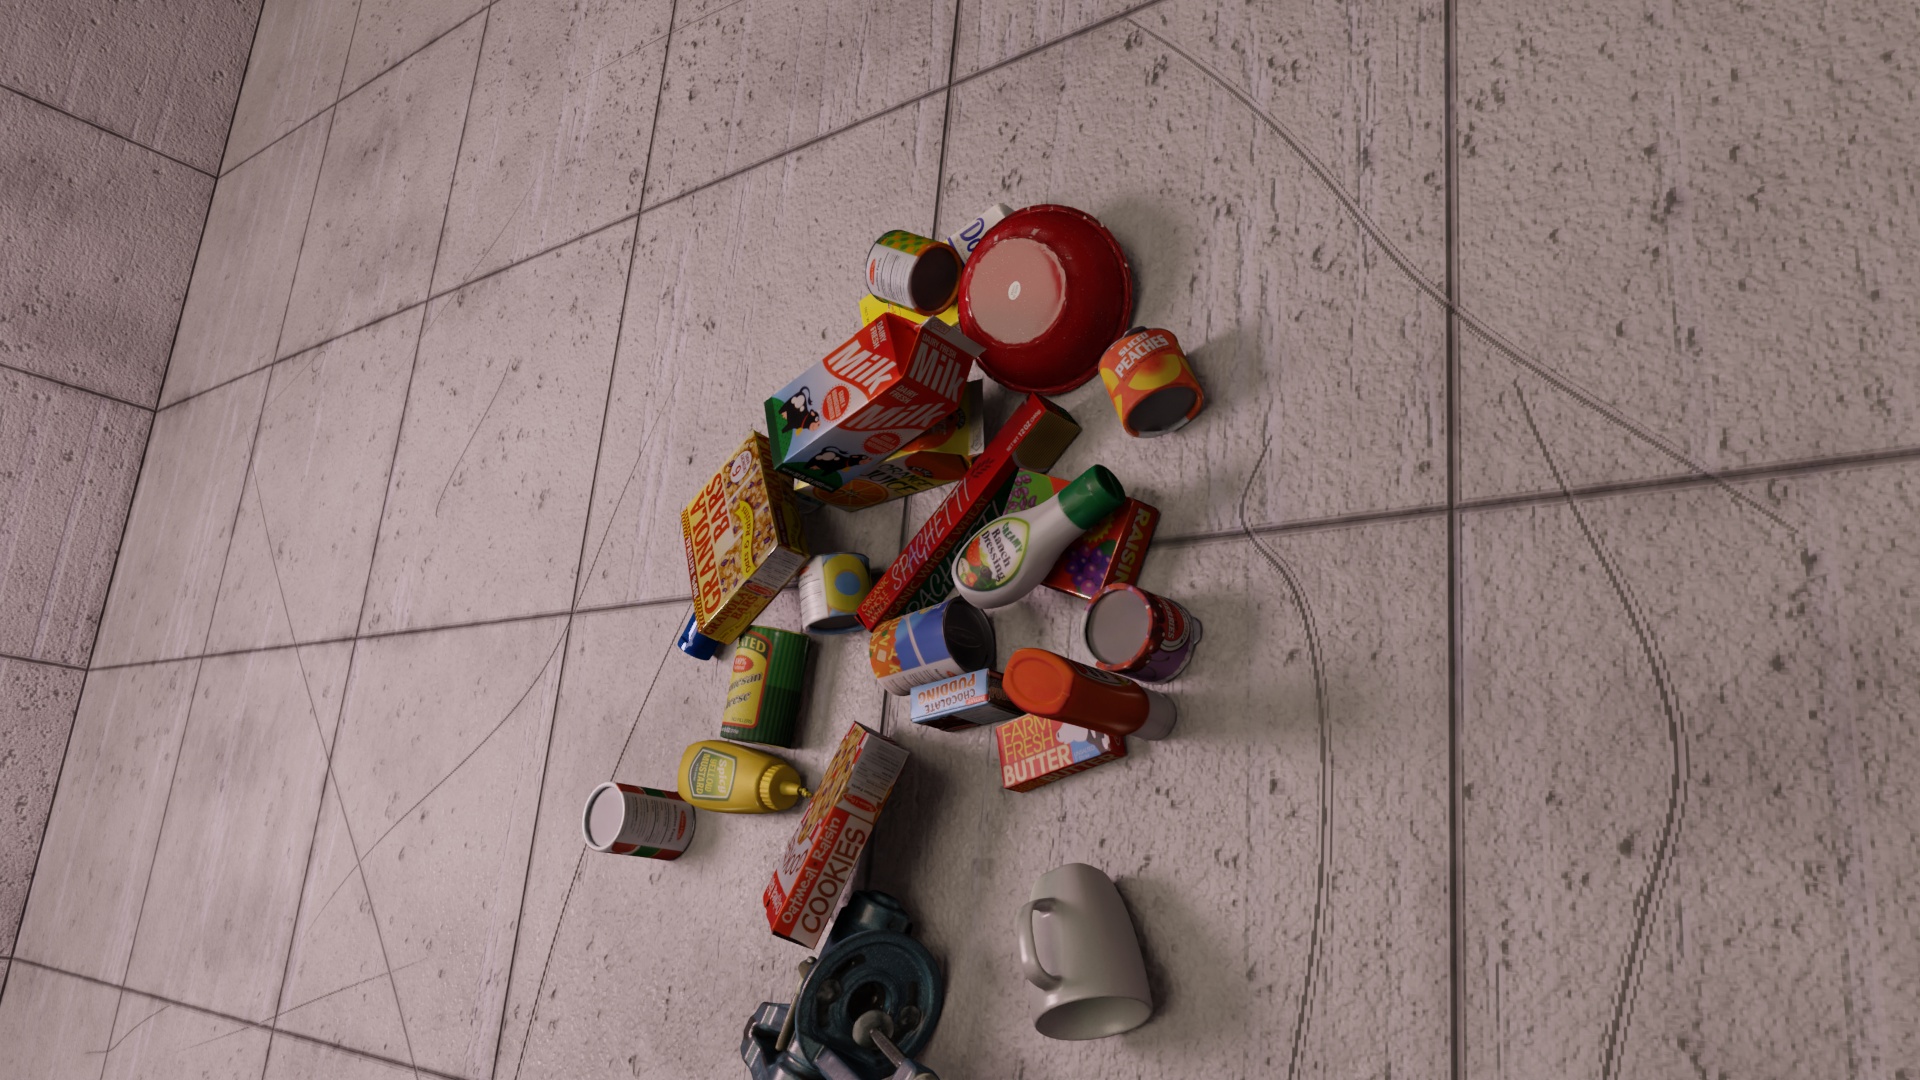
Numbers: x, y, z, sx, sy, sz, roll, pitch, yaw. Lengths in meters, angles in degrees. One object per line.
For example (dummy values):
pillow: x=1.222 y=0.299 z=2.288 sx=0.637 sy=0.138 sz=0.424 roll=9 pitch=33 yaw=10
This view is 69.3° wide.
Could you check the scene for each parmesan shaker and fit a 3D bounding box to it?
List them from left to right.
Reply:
parmesan shaker: x=-0.175 y=0.133 z=1.261 sx=0.071 sy=0.071 sz=0.103 roll=-2 pitch=74 yaw=41

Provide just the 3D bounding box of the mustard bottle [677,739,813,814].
mustard bottle: x=-0.191 y=0.217 z=1.256 sx=0.160 sy=0.049 sz=0.065 roll=-1 pitch=76 yaw=41

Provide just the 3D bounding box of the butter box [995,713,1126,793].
butter box: x=0.076 y=0.153 z=1.061 sx=0.103 sy=0.024 sz=0.053 roll=-27 pitch=58 yaw=32

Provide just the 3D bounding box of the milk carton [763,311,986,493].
milk carton: x=-0.071 y=-0.123 z=1.157 sx=0.190 sy=0.072 sz=0.074 roll=-31 pitch=56 yaw=28

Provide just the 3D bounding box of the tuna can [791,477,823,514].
tuna can: x=-0.154 y=-0.063 z=1.337 sx=0.071 sy=0.033 sz=0.071 roll=-15 pitch=66 yaw=37

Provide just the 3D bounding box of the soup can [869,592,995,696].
soup can: x=-0.024 y=0.086 z=1.145 sx=0.083 sy=0.071 sz=0.071 roll=-20 pitch=62 yaw=36

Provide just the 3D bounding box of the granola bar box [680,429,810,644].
granola bar box: x=-0.201 y=-0.005 z=1.278 sx=0.123 sy=0.039 sz=0.166 roll=-46 pitch=39 yaw=23

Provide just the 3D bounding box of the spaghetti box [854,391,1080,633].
spaghetti box: x=0.004 y=-0.015 z=1.168 sx=0.249 sy=0.050 sz=0.029 roll=-51 pitch=47 yaw=16

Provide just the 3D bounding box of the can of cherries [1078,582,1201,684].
can of cherries: x=0.131 y=0.067 z=1.019 sx=0.071 sy=0.058 sz=0.071 roll=-16 pitch=65 yaw=38

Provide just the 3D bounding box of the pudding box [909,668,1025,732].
pudding box: x=0.005 y=0.129 z=1.115 sx=0.083 sy=0.049 sz=0.030 roll=-19 pitch=62 yaw=36

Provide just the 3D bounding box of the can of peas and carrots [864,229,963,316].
can of peas and carrots: x=-0.038 y=-0.234 z=1.214 sx=0.059 sy=0.071 sz=0.071 roll=26 pitch=93 yaw=41

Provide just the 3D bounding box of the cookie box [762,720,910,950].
cookie box: x=-0.103 y=0.232 z=1.119 sx=0.167 sy=0.040 sz=0.123 roll=-63 pitch=8 yaw=-7

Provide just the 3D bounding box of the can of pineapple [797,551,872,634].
can of pineapple: x=-0.108 y=0.048 z=1.233 sx=0.071 sy=0.071 sz=0.058 roll=-22 pitch=67 yaw=35

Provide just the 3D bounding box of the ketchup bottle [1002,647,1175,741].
ketchup bottle: x=0.097 y=0.112 z=0.971 sx=0.065 sy=0.149 sz=0.043 roll=21 pitch=90 yaw=43

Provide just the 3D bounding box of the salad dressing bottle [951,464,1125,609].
salad dressing bottle: x=0.060 y=-0.003 z=1.063 sx=0.147 sy=0.044 sz=0.064 roll=-37 pitch=55 yaw=26

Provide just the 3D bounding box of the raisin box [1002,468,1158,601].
raisin box: x=0.087 y=-0.002 z=1.097 sx=0.123 sy=0.040 sz=0.086 roll=18 pitch=87 yaw=45

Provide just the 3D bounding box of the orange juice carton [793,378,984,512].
orange juice carton: x=-0.055 y=-0.087 z=1.231 sx=0.192 sy=0.073 sz=0.072 roll=-15 pitch=65 yaw=37

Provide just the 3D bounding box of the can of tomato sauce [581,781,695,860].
can of tomato sauce: x=-0.307 y=0.266 z=1.317 sx=0.071 sy=0.083 sz=0.071 roll=-16 pitch=65 yaw=37

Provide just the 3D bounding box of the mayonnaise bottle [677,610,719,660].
mayonnaise bottle: x=-0.228 y=0.045 z=1.357 sx=0.065 sy=0.041 sz=0.148 roll=33 pitch=96 yaw=47

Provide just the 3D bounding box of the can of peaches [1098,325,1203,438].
can of peaches: x=0.146 y=-0.121 z=1.067 sx=0.071 sy=0.071 sz=0.058 roll=-36 pitch=55 yaw=27
